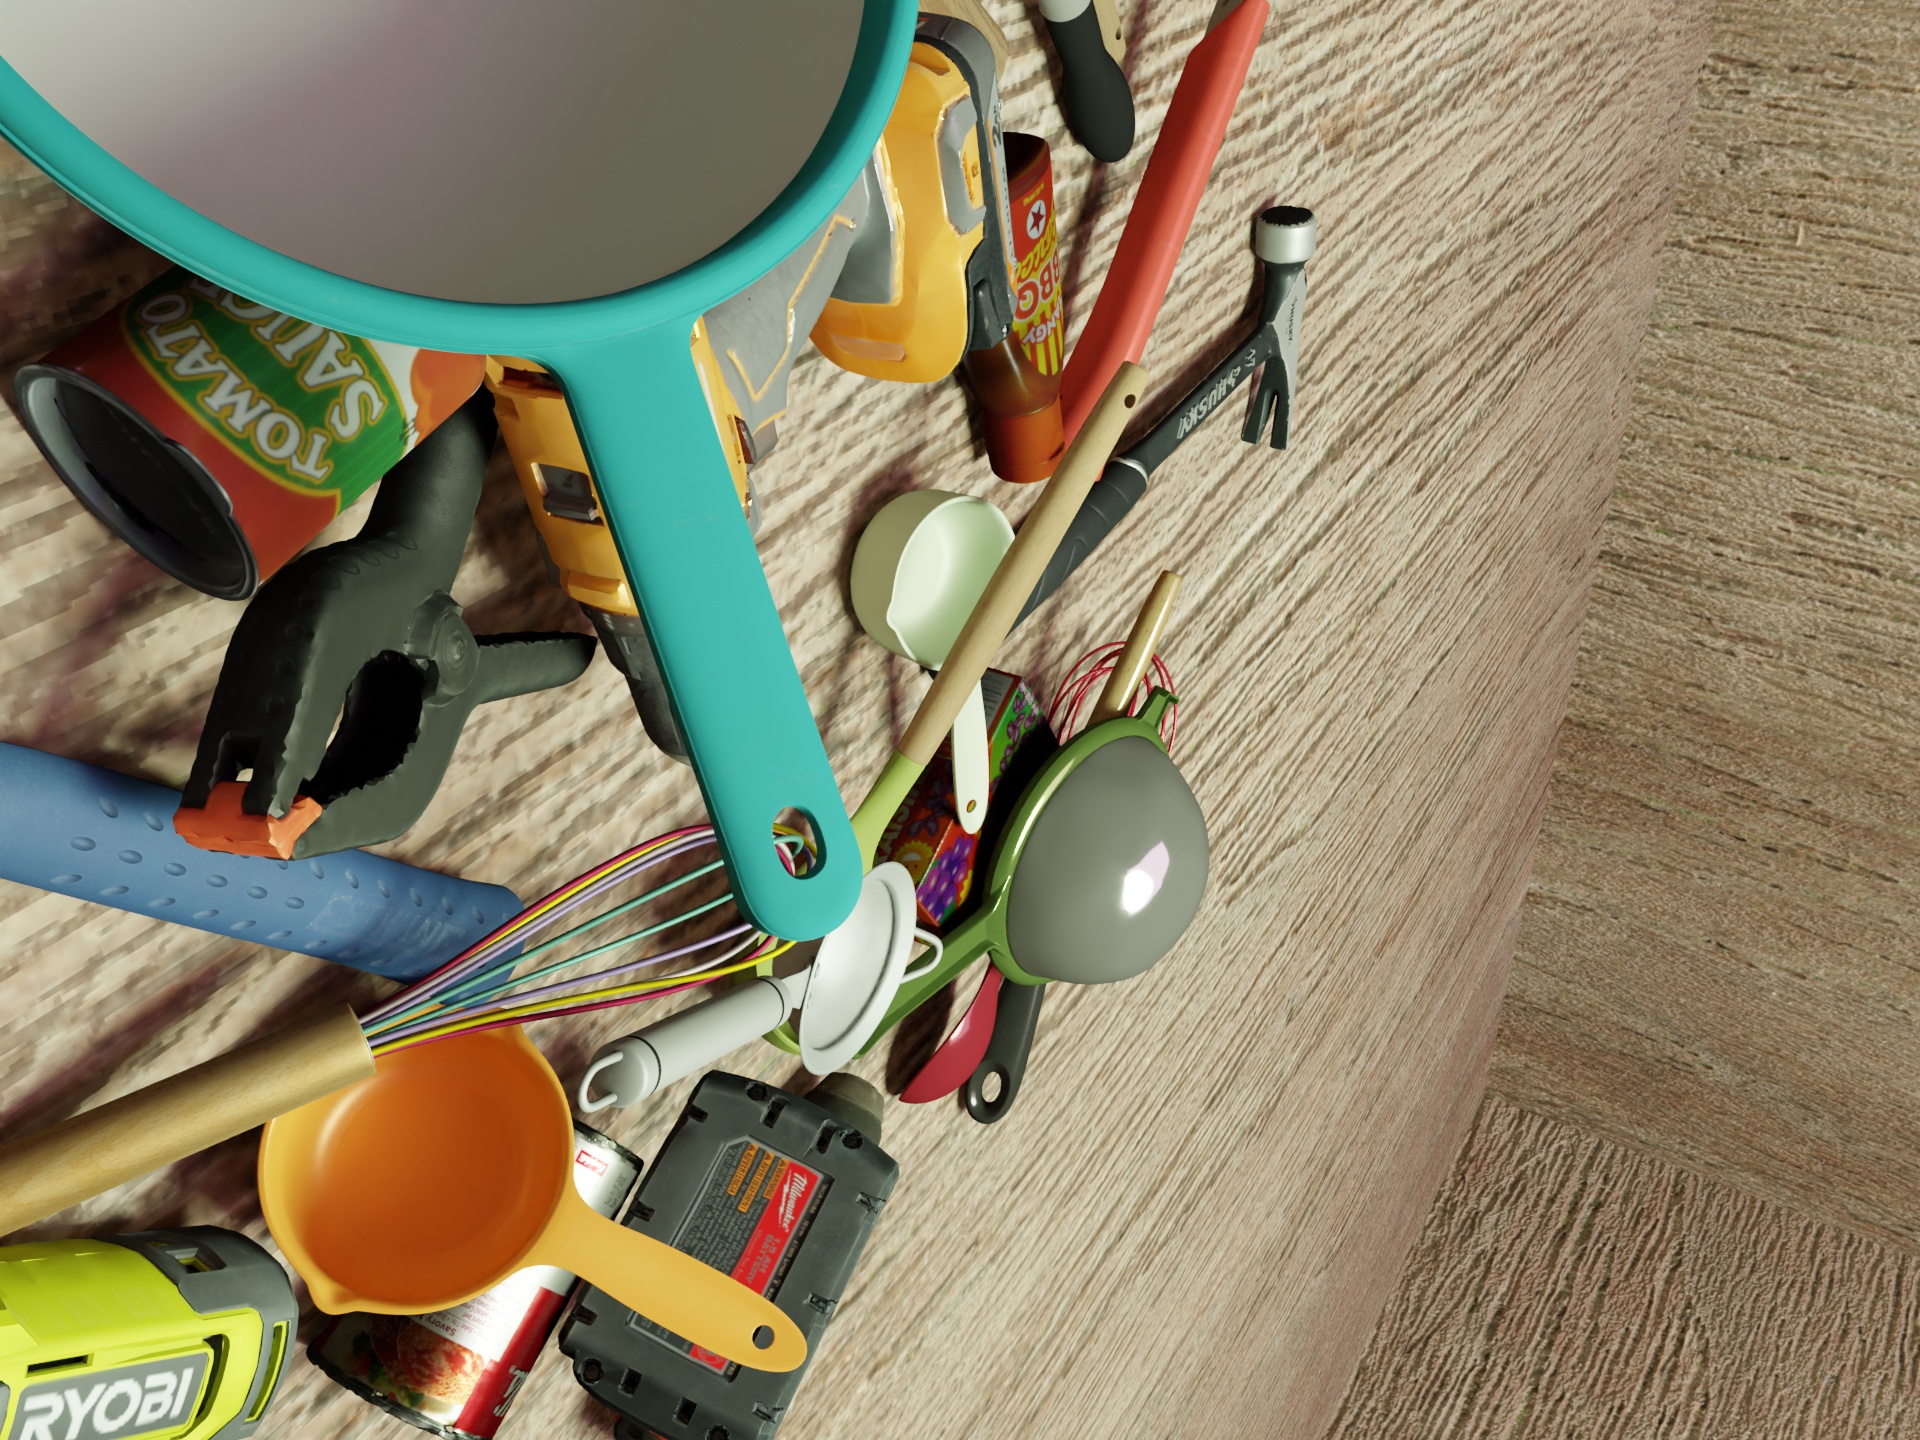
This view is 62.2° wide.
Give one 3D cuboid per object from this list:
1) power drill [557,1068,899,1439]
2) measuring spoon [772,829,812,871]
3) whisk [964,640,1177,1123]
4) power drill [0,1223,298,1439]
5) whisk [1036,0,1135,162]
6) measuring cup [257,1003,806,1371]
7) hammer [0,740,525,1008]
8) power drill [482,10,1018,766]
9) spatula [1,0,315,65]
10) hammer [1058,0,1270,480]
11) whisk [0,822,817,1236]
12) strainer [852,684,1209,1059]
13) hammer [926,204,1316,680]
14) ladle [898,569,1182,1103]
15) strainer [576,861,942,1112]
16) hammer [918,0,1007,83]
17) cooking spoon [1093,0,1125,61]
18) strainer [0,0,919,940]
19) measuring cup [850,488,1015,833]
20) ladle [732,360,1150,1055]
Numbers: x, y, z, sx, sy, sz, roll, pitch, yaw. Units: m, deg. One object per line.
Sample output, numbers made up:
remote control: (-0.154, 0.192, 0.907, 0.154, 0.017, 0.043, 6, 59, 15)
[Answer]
power drill: (-0.079, 0.211, 0.646, 0.188, 0.080, 0.226, -62, 173, -26)
measuring spoon: (-0.066, 0.071, 0.715, 0.021, 0.011, 0.116, -51, 145, -7)
whisk: (0.055, 0.096, 0.900, 0.073, 0.073, 0.296, -4, 114, -61)
power drill: (-0.267, 0.238, 0.375, 0.171, 0.080, 0.223, 26, 79, -63)
whisk: (0.033, -0.313, 0.626, 0.070, 0.070, 0.284, -67, 157, -10)
measuring cup: (-0.128, 0.155, 0.489, 0.095, 0.173, 0.052, -62, -172, -25)
hammer: (-0.231, 0.007, 0.344, 0.405, 0.035, 0.144, 39, 71, -61)
power drill: (-0.058, -0.110, 0.522, 0.185, 0.084, 0.226, 81, 31, -42)
spatula: (-0.183, -0.154, 0.358, 0.316, 0.018, 0.059, -26, 120, -53)
hammer: (0.118, -0.284, 0.736, 0.036, 0.149, 0.359, 15, 100, -35)
whisk: (-0.146, 0.082, 0.448, 0.245, 0.051, 0.047, -22, 87, -26)
strainer: (0.048, 0.100, 0.773, 0.256, 0.069, 0.151, -32, 134, -39)
hammer: (0.100, -0.139, 0.871, 0.409, 0.036, 0.149, -46, 144, -40)
ladle: (0.046, 0.067, 0.837, 0.315, 0.031, 0.069, -66, 170, 6)
strainer: (-0.067, 0.095, 0.554, 0.258, 0.050, 0.087, -5, 111, -73)
hammer: (-0.061, -0.294, 0.488, 0.331, 0.031, 0.130, 24, 85, -63)
cooking spoon: (0.019, -0.378, 0.599, 0.069, 0.017, 0.318, -62, 150, -17)
strainer: (-0.101, -0.113, 0.345, 0.211, 0.095, 0.340, -23, 101, -30)
measuring cup: (-0.010, -0.024, 0.712, 0.083, 0.038, 0.167, -30, 129, -36)
ladle: (-0.001, -0.002, 0.661, 0.078, 0.062, 0.320, 23, 101, -42)
